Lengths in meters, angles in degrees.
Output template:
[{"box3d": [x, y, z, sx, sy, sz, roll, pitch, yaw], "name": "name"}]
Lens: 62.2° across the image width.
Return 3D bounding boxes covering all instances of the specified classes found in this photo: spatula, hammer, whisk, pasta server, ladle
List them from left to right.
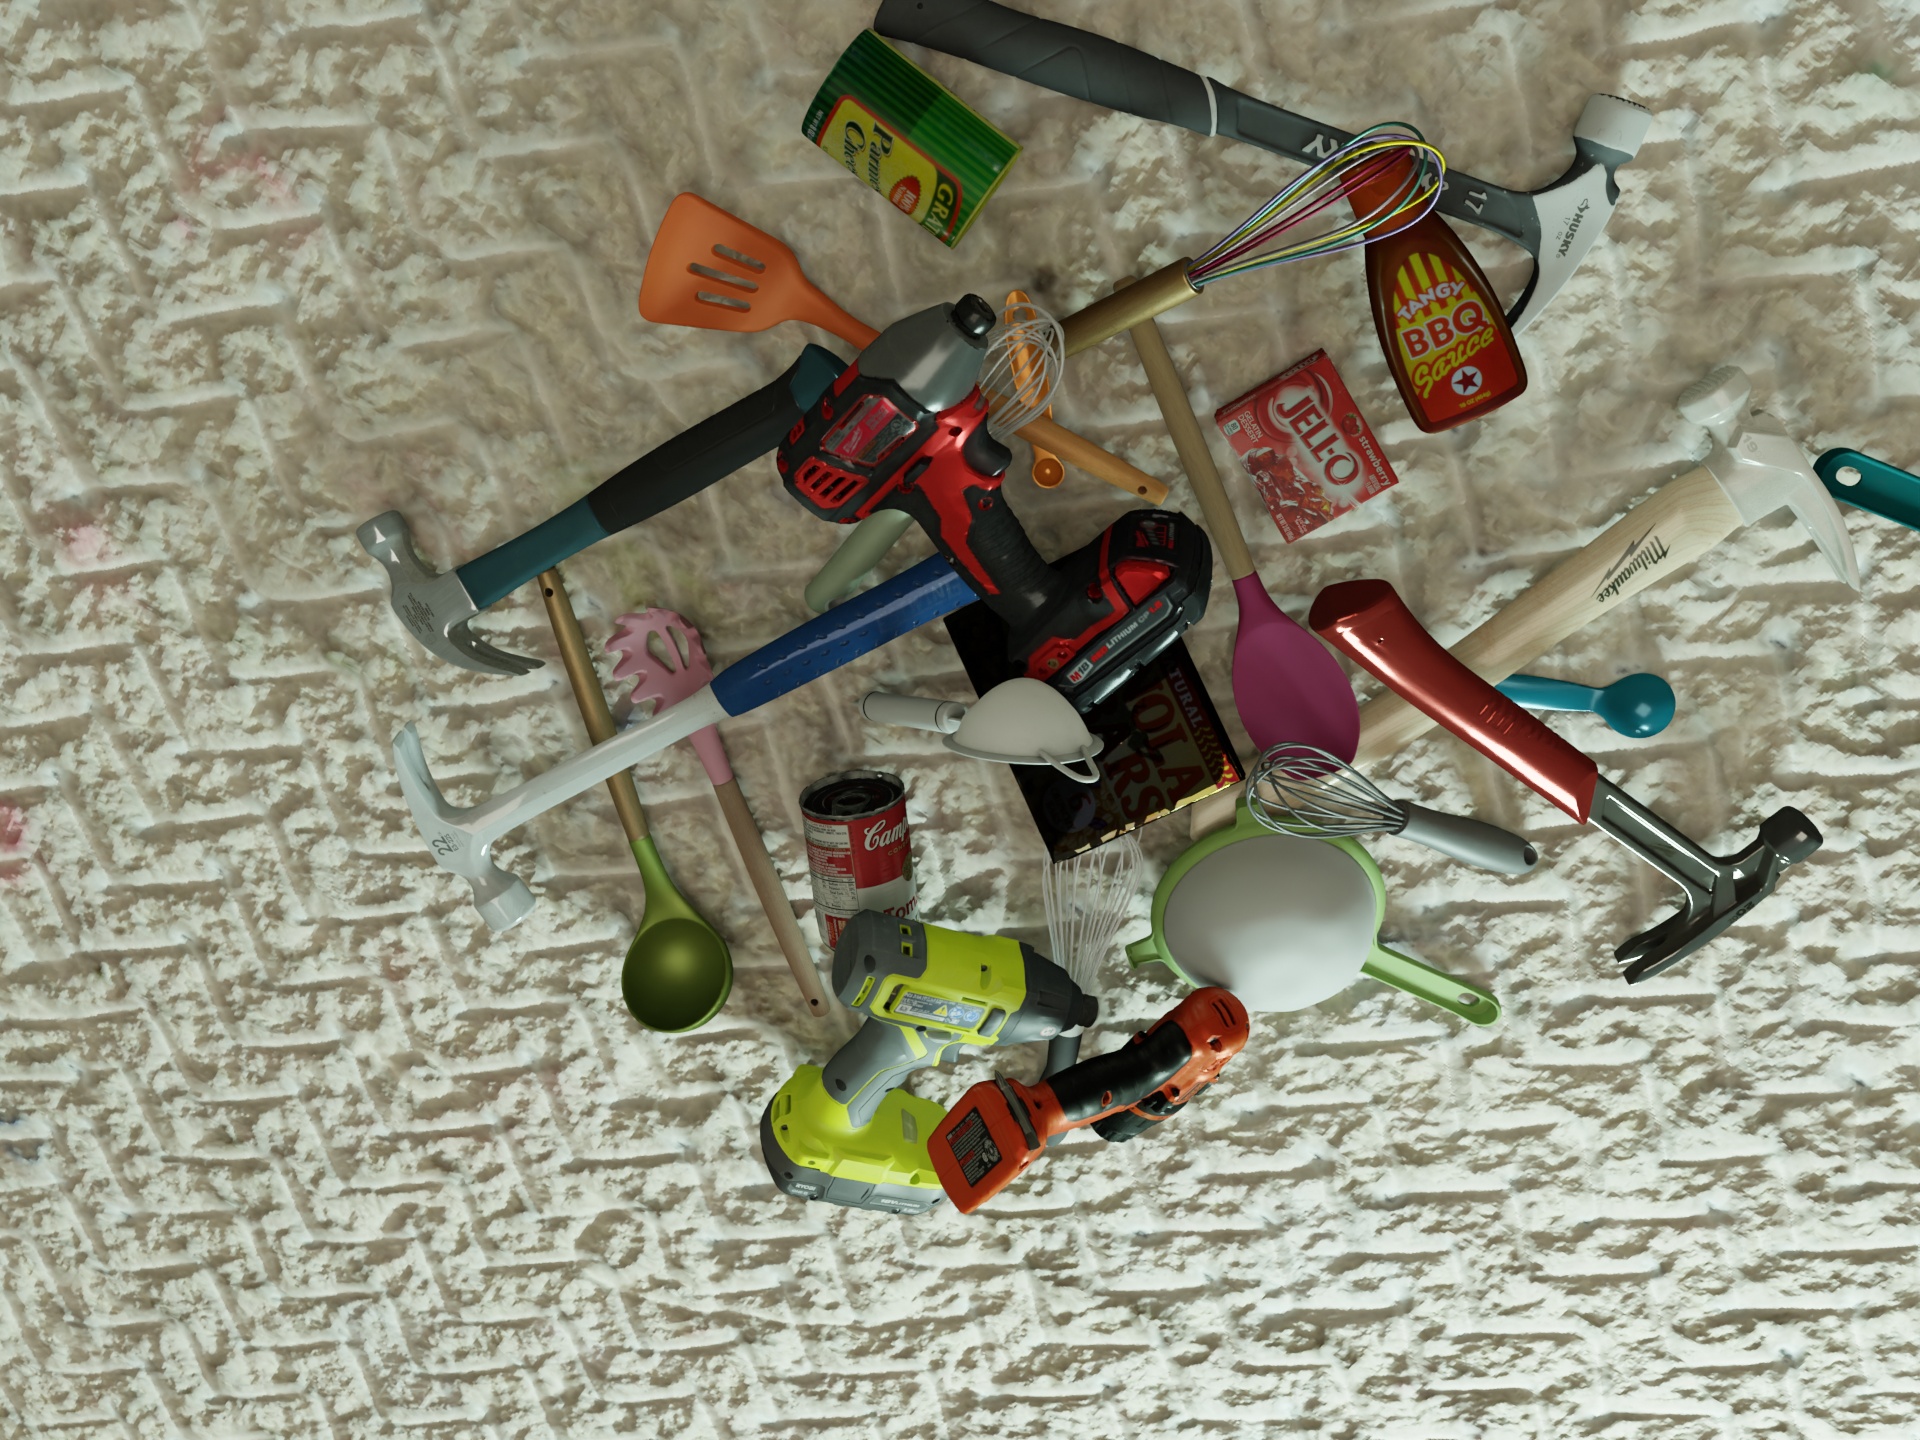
[{"box3d": [-0.203, -0.130, 0.942, 0.331, 0.033, 0.128, -26, 98, 19], "name": "hammer"}, {"box3d": [-0.220, 0.056, 1.030, 0.078, 0.062, 0.320, -12, 108, 11], "name": "ladle"}, {"box3d": [-0.157, -0.013, 0.963, 0.405, 0.035, 0.144, -27, 111, 11], "name": "hammer"}, {"box3d": [-0.146, 0.066, 1.037, 0.060, 0.040, 0.316, -16, 111, 11], "name": "pasta server"}, {"box3d": [-0.026, -0.199, 0.913, 0.322, 0.041, 0.081, 27, 123, -3], "name": "spatula"}, {"box3d": [-0.021, -0.142, 0.916, 0.246, 0.058, 0.059, -45, 73, 35], "name": "whisk"}, {"box3d": [0.077, 0.171, 1.055, 0.070, 0.070, 0.284, 7, 117, 2], "name": "whisk"}, {"box3d": [0.139, -0.247, 0.840, 0.245, 0.047, 0.051, -18, 90, 39], "name": "whisk"}, {"box3d": [0.151, -0.321, 0.861, 0.409, 0.036, 0.149, 18, 113, -2], "name": "hammer"}, {"box3d": [0.266, 0.062, 0.962, 0.238, 0.055, 0.055, 16, 114, -28], "name": "whisk"}, {"box3d": [0.318, -0.029, 0.956, 0.410, 0.038, 0.146, -36, 97, 18], "name": "hammer"}, {"box3d": [0.340, 0.031, 0.943, 0.358, 0.037, 0.149, 31, 119, -20], "name": "hammer"}]

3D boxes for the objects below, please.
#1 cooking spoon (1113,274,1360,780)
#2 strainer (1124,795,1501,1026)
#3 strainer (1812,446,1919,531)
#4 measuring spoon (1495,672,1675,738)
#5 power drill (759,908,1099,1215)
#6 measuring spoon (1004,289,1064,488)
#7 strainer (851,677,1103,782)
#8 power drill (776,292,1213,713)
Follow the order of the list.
[{"box3d": [0.157, -0.109, 0.934, 0.069, 0.017, 0.318, -20, 103, 22], "name": "cooking spoon"}, {"box3d": [0.244, 0.159, 1.010, 0.256, 0.069, 0.151, 24, 120, -14], "name": "strainer"}, {"box3d": [0.646, -0.075, 0.886, 0.340, 0.095, 0.211, 20, 112, -5], "name": "strainer"}, {"box3d": [0.374, -0.011, 0.972, 0.128, 0.021, 0.042, 7, 112, 2], "name": "measuring spoon"}, {"box3d": [-0.026, 0.225, 1.035, 0.171, 0.080, 0.223, 16, 127, -19], "name": "power drill"}, {"box3d": [0.043, -0.194, 0.934, 0.021, 0.011, 0.117, -9, 107, 11], "name": "measuring spoon"}, {"box3d": [-0.001, -0.003, 0.906, 0.087, 0.258, 0.050, -6, 97, -30], "name": "strainer"}, {"box3d": [0.025, -0.117, 0.845, 0.219, 0.079, 0.143, 38, 122, -17], "name": "power drill"}]
